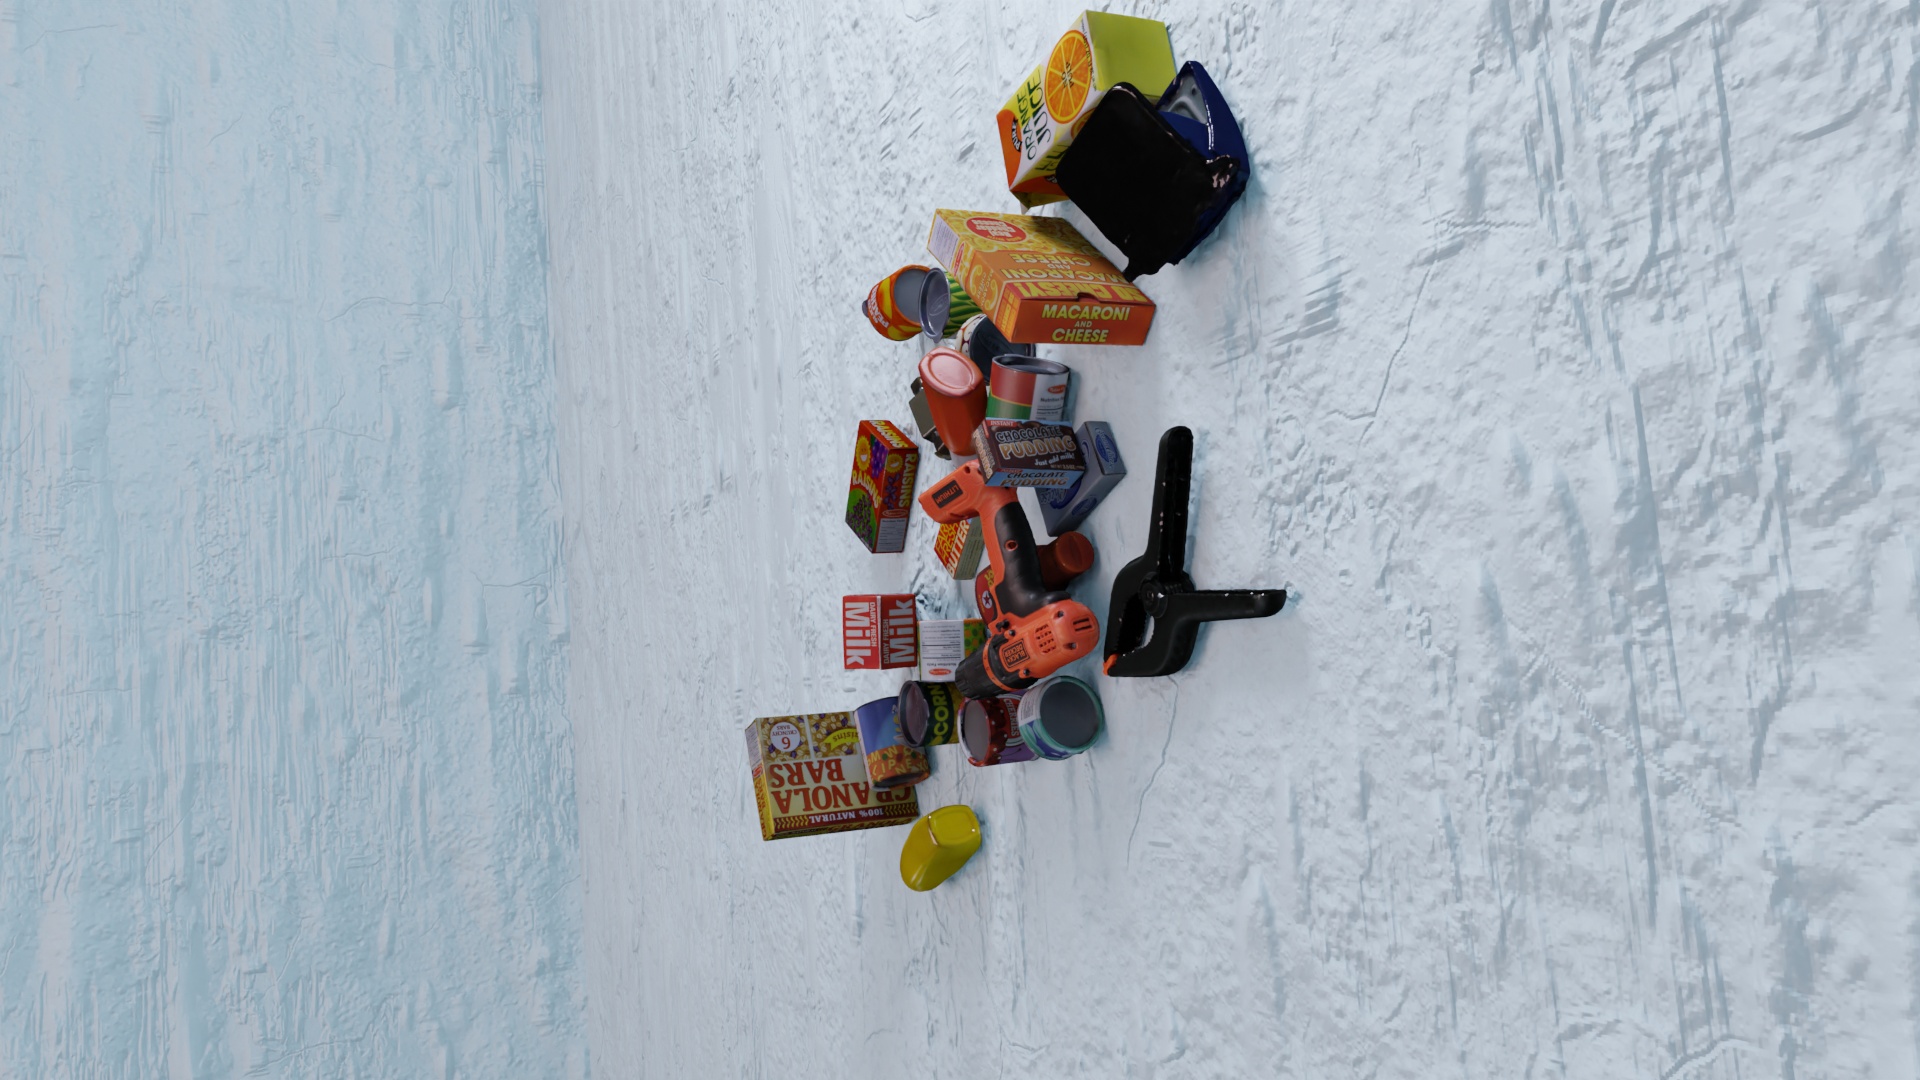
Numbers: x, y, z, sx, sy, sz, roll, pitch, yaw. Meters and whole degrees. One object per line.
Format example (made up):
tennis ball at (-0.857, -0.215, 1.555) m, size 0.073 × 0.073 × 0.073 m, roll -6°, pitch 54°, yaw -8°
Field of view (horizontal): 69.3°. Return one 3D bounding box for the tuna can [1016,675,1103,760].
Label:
tuna can at (0.085, 0.149, 1.151) m, size 0.032 × 0.071 × 0.071 m, roll -38°, pitch 58°, yaw 56°

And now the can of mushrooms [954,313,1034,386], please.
can of mushrooms at (0.032, -0.173, 1.239) m, size 0.033 × 0.071 × 0.071 m, roll 8°, pitch 99°, yaw 64°

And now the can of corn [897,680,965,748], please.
can of corn at (-0.021, 0.168, 1.362) m, size 0.071 × 0.058 × 0.071 m, roll 5°, pitch 95°, yaw 63°

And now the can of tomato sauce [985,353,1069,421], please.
can of tomato sauce at (0.054, -0.112, 1.195) m, size 0.071 × 0.071 × 0.082 m, roll 38°, pitch 125°, yaw 56°

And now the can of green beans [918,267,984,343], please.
can of green beans at (0.000, -0.221, 1.303) m, size 0.071 × 0.058 × 0.071 m, roll 5°, pitch 96°, yaw 62°

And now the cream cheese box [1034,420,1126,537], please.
cream cheese box at (0.097, -0.051, 1.160) m, size 0.103 × 0.024 × 0.053 m, roll -51°, pitch 47°, yaw 51°

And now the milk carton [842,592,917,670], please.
milk carton at (-0.080, 0.089, 1.383) m, size 0.190 × 0.073 × 0.072 m, roll 165°, pitch 104°, yaw -87°

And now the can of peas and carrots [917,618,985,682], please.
can of peas and carrots at (-0.007, 0.104, 1.328) m, size 0.071 × 0.071 × 0.058 m, roll -7°, pitch 84°, yaw 63°

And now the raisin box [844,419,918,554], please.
raisin box at (-0.085, -0.059, 1.498) m, size 0.086 × 0.040 × 0.122 m, roll 46°, pitch 132°, yaw 54°

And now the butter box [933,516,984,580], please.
butter box at (0.005, -0.017, 1.341) m, size 0.053 × 0.024 × 0.103 m, roll 56°, pitch 138°, yaw 46°

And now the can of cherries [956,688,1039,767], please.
can of cherries at (0.037, 0.167, 1.248) m, size 0.071 × 0.058 × 0.071 m, roll 7°, pitch 97°, yaw 63°

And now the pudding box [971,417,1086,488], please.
pudding box at (0.055, -0.070, 1.121) m, size 0.030 × 0.084 × 0.050 m, roll -49°, pitch 48°, yaw 49°

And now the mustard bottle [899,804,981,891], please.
mustard bottle at (-0.029, 0.314, 1.382) m, size 0.049 × 0.065 × 0.159 m, roll 68°, pitch 150°, yaw 27°

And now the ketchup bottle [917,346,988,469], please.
ketchup bottle at (0.001, -0.110, 1.255) m, size 0.065 × 0.043 × 0.148 m, roll 40°, pitch 164°, yaw 25°

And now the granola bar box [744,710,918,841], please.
granola bar box at (-0.135, 0.245, 1.470) m, size 0.039 × 0.166 × 0.124 m, roll -46°, pitch 51°, yaw 53°

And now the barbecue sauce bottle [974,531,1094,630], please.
barbecue sauce bottle at (0.064, 0.033, 1.207) m, size 0.148 × 0.044 × 0.065 m, roll -37°, pitch 64°, yaw 57°

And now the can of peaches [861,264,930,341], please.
can of peaches at (-0.055, -0.239, 1.397) m, size 0.058 × 0.071 × 0.071 m, roll -13°, pitch 80°, yaw 61°

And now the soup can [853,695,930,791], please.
soup can at (-0.069, 0.212, 1.453) m, size 0.071 × 0.071 × 0.084 m, roll -48°, pitch 51°, yaw 53°

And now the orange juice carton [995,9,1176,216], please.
orange juice carton at (0.088, -0.334, 1.111) m, size 0.192 × 0.073 × 0.072 m, roll -32°, pitch 63°, yaw 59°

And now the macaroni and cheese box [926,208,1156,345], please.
macaroni and cheese box at (0.062, -0.213, 1.113) m, size 0.167 × 0.124 × 0.040 m, roll 55°, pitch 139°, yaw 46°
